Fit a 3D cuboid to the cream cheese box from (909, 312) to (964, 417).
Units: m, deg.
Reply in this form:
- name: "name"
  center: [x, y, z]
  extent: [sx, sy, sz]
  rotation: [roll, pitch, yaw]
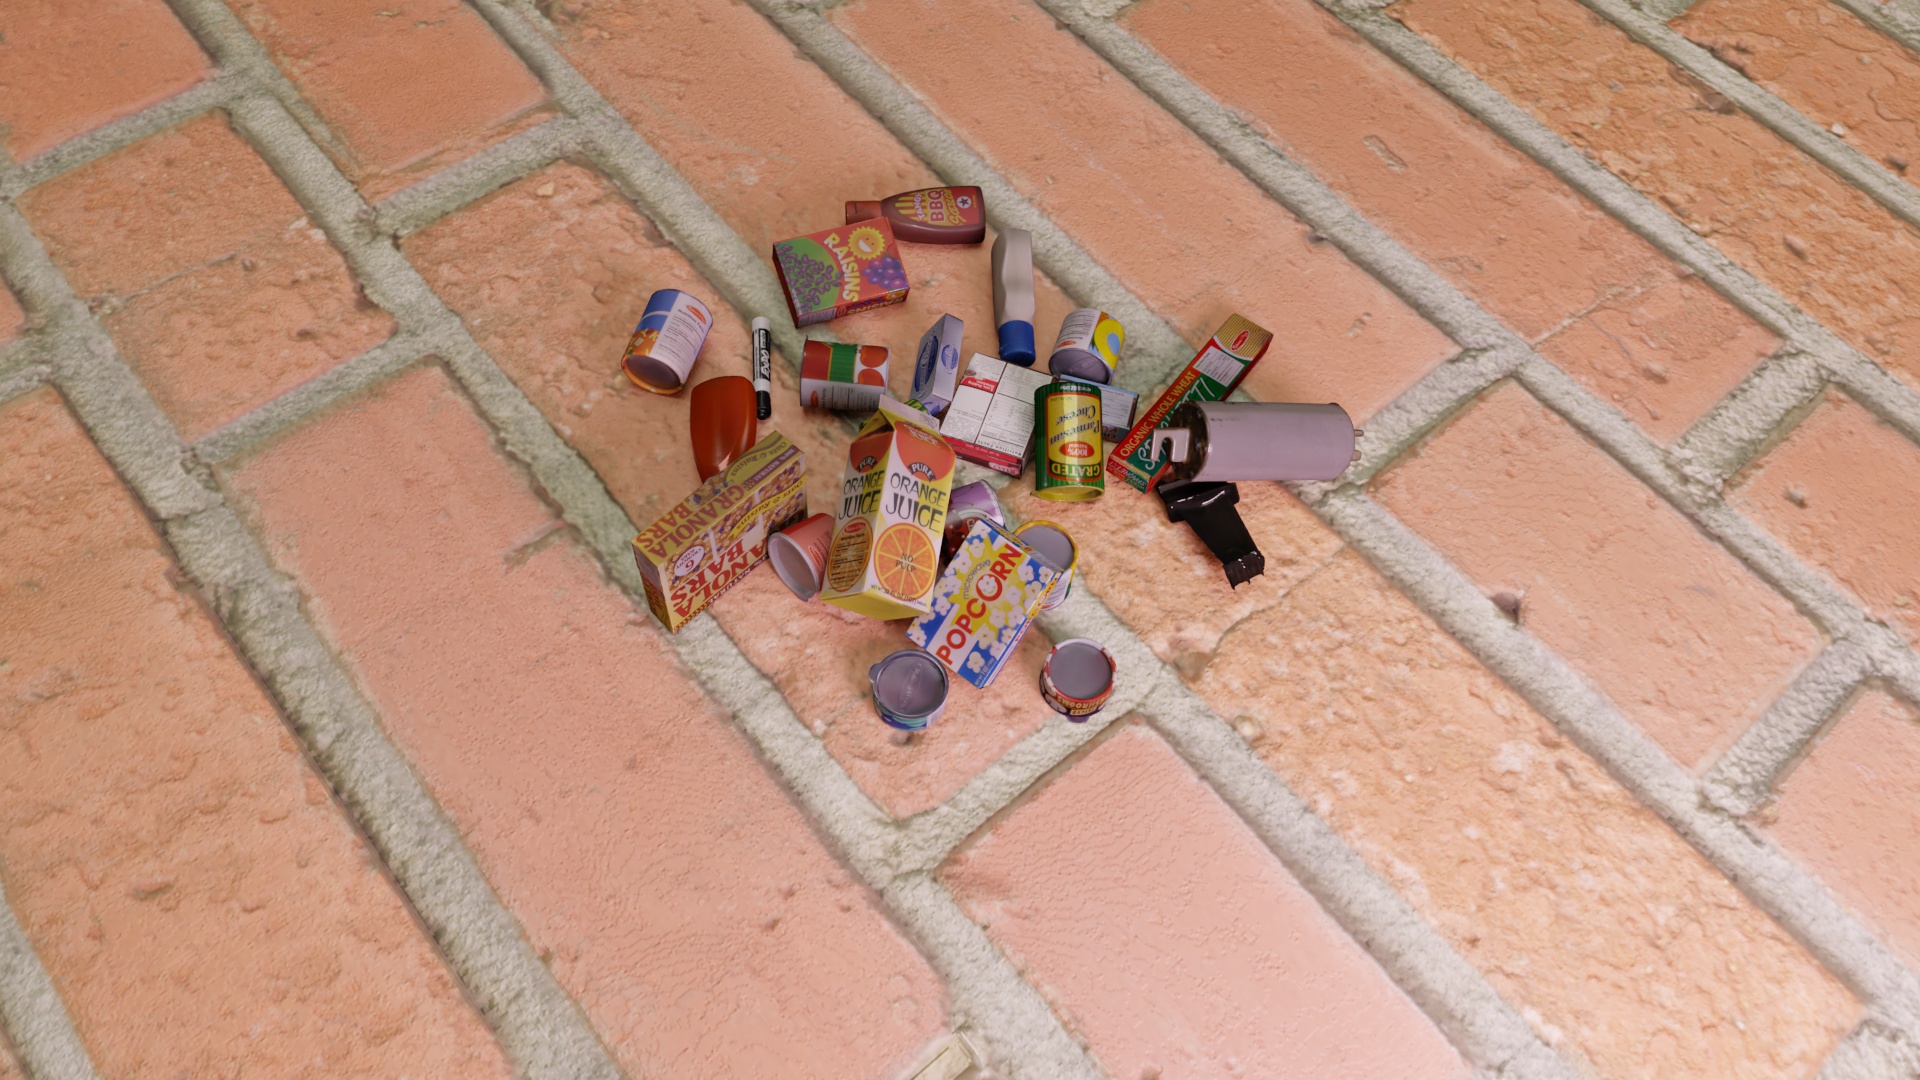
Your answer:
- name: "cream cheese box"
  center: [-0.025, -0.170, 1.382]
  extent: [0.024, 0.053, 0.104]
  rotation: [23, 56, -23]

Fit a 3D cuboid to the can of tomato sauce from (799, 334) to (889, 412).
- name: "can of tomato sauce"
  center: [-0.113, -0.163, 1.364]
  extent: [0.083, 0.070, 0.071]
  rotation: [5, 59, -3]

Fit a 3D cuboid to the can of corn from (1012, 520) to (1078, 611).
- name: "can of corn"
  center: [0.072, 0.021, 1.273]
  extent: [0.071, 0.058, 0.071]
  rotation: [2, 59, -4]

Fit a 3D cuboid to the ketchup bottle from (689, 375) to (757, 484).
- name: "ketchup bottle"
  center: [-0.225, -0.084, 1.319]
  extent: [0.065, 0.043, 0.149]
  rotation: [-12, 60, 12]

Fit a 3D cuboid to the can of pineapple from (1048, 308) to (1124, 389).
- name: "can of pineapple"
  center: [0.129, -0.191, 1.402]
  extent: [0.071, 0.070, 0.058]
  rotation: [17, 59, 6]

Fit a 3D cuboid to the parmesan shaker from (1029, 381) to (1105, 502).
- name: "parmesan shaker"
  center: [0.100, -0.094, 1.322]
  extent: [0.071, 0.071, 0.103]
  rotation: [0, 79, -4]

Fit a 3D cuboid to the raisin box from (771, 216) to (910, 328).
- name: "raisin box"
  center: [-0.124, -0.278, 1.435]
  extent: [0.123, 0.040, 0.086]
  rotation: [-16, 79, -14]

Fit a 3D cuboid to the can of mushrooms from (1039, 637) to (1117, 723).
- name: "can of mushrooms"
  center: [0.104, 0.123, 1.229]
  extent: [0.071, 0.033, 0.071]
  rotation: [2, 59, -4]

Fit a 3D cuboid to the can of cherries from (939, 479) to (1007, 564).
- name: "can of cherries"
  center: [0.005, -0.016, 1.284]
  extent: [0.058, 0.071, 0.072]
  rotation: [-18, 62, -14]

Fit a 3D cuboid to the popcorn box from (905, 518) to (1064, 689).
- name: "popcorn box"
  center: [0.021, 0.055, 1.222]
  extent: [0.085, 0.038, 0.126]
  rotation: [35, 100, 17]

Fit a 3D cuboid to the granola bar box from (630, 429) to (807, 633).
- name: "granola bar box"
  center: [-0.209, -0.007, 1.229]
  extent: [0.039, 0.123, 0.166]
  rotation: [40, 64, 18]

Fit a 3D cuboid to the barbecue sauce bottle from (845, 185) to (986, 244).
- name: "barbecue sauce bottle"
  center: [-0.049, -0.349, 1.495]
  extent: [0.149, 0.043, 0.065]
  rotation: [-3, 65, -6]

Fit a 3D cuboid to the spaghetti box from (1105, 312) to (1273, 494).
- name: "spaghetti box"
  center: [0.231, -0.140, 1.391]
  extent: [0.050, 0.028, 0.251]
  rotation: [33, 58, 16]

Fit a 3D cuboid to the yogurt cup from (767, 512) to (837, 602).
- name: "yogurt cup"
  center: [-0.134, 0.011, 1.261]
  extent: [0.072, 0.072, 0.054]
  rotation: [42, 57, 19]

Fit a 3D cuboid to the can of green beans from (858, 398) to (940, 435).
- name: "can of green beans"
  center: [-0.057, -0.094, 1.328]
  extent: [0.058, 0.071, 0.071]
  rotation: [-26, 65, -18]

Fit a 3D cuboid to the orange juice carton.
- name: "orange juice carton"
  center: [-0.061, -0.031, 1.240]
  extent: [0.072, 0.073, 0.193]
  rotation: [22, 69, -35]

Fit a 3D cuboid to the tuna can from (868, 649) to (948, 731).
- name: "tuna can"
  center: [-0.046, 0.131, 1.212]
  extent: [0.071, 0.032, 0.071]
  rotation: [2, 59, -3]

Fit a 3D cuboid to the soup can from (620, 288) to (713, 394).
- name: "soup can"
  center: [-0.291, -0.195, 1.372]
  extent: [0.071, 0.071, 0.084]
  rotation: [14, 60, 4]

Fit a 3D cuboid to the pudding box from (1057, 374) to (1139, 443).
- name: "pudding box"
  center: [0.132, -0.131, 1.386]
  extent: [0.084, 0.030, 0.050]
  rotation: [14, 60, 4]

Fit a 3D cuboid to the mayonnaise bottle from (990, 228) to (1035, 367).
- name: "mayonnaise bottle"
  center: [0.056, -0.247, 1.433]
  extent: [0.041, 0.064, 0.148]
  rotation: [3, 63, -12]
